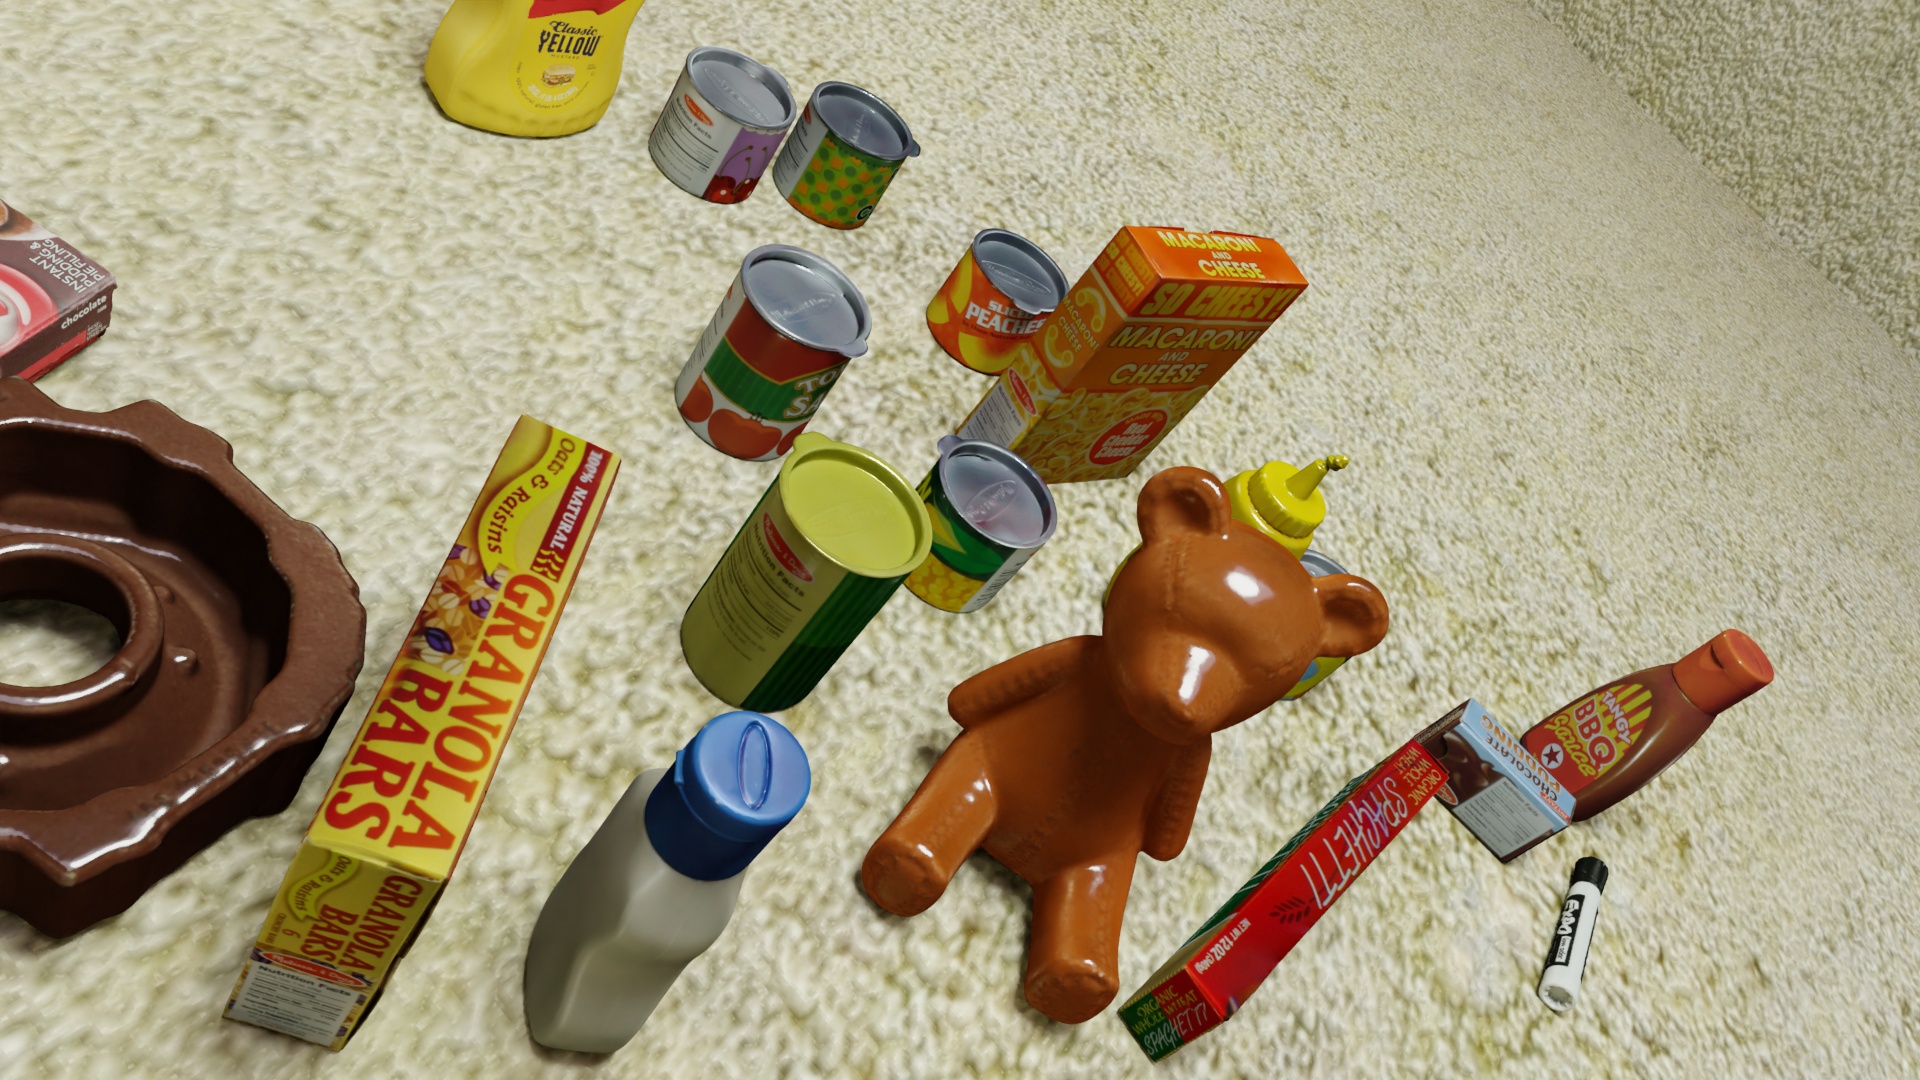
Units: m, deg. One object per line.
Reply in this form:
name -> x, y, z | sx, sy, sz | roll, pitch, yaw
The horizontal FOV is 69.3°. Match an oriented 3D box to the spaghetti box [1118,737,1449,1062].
spaghetti box -> 0.162, 0.161, 0.657 | 0.251, 0.050, 0.029 | -24, 71, -47

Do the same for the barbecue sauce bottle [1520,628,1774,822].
barbecue sauce bottle -> 0.403, 0.106, 0.820 | 0.044, 0.147, 0.065 | 19, 44, -24

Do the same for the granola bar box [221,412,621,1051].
granola bar box -> -0.165, 0.057, 0.438 | 0.039, 0.123, 0.166 | 26, 42, -17

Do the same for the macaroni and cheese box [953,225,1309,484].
macaroni and cheese box -> 0.088, -0.095, 0.743 | 0.124, 0.165, 0.040 | -7, 59, -42

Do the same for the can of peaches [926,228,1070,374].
can of peaches -> 0.022, -0.138, 0.816 | 0.071, 0.057, 0.071 | 22, 43, -22

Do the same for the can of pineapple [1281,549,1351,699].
can of pineapple -> 0.186, 0.046, 0.775 | 0.071, 0.057, 0.071 | 22, 43, -22

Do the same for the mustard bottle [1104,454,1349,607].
mustard bottle -> 0.134, 0.004, 0.694 | 0.049, 0.159, 0.065 | 11, 48, -31

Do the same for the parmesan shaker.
parmesan shaker -> -0.067, 0.014, 0.571 | 0.071, 0.102, 0.072 | 22, 43, -22

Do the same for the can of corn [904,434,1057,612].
can of corn -> 0.002, -0.009, 0.681 | 0.071, 0.058, 0.071 | 22, 43, -22

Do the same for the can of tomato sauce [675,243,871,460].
can of tomato sauce -> -0.089, -0.087, 0.662 | 0.071, 0.082, 0.071 | 22, 43, -22

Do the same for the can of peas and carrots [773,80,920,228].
can of peas and carrots -> -0.068, -0.228, 0.827 | 0.071, 0.058, 0.071 | 22, 43, -22

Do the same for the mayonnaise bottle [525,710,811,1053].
mayonnaise bottle -> -0.094, 0.105, 0.431 | 0.041, 0.147, 0.065 | 18, 44, -25

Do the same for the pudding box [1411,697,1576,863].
pudding box -> 0.299, 0.136, 0.788 | 0.084, 0.049, 0.030 | 45, 40, 5

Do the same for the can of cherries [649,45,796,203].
can of cherries -> -0.132, -0.233, 0.782 | 0.071, 0.058, 0.072 | 22, 43, -22
